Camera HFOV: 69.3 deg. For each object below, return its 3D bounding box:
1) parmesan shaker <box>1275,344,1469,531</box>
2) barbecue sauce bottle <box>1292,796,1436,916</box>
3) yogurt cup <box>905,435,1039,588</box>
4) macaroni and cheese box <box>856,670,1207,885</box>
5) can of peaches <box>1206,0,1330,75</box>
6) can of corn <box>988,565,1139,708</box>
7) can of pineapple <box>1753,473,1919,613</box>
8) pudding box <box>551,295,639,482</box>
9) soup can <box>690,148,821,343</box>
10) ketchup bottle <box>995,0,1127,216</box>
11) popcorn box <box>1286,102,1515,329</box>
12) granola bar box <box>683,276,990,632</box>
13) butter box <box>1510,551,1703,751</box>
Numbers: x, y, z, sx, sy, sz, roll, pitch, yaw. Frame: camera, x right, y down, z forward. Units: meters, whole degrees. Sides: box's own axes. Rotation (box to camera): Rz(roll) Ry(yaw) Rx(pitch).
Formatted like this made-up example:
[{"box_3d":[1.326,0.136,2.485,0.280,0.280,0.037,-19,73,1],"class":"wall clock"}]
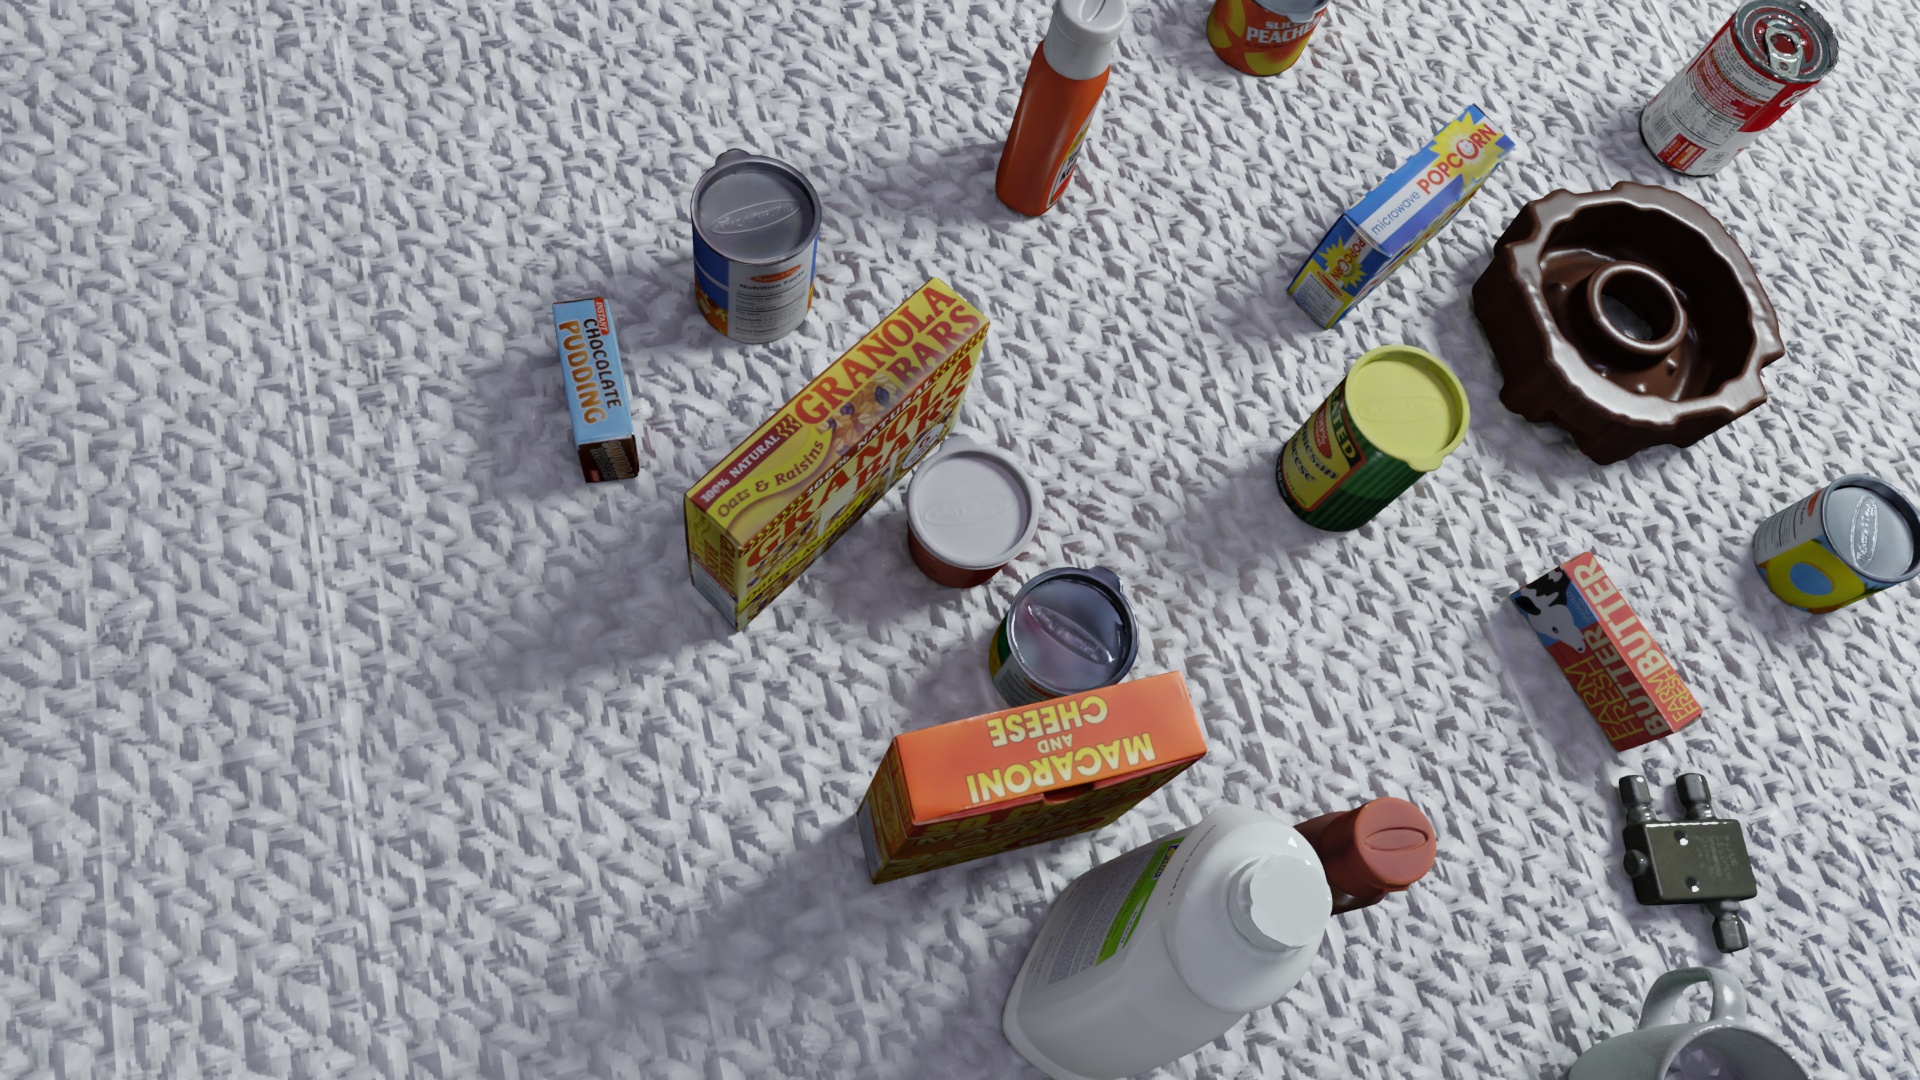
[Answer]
[{"box_3d":[0.218,-0.049,0.746,0.071,0.102,0.071,3,69,-8],"class":"parmesan shaker"},{"box_3d":[0.167,0.149,0.634,0.065,0.148,0.044,-2,70,-10],"class":"barbecue sauce bottle"},{"box_3d":[0.003,-0.009,0.720,0.072,0.053,0.072,3,68,-8],"class":"yogurt cup"},{"box_3d":[0.024,0.110,0.616,0.124,0.165,0.040,-11,71,-13],"class":"macaroni and cheese box"},{"box_3d":[0.196,-0.337,0.880,0.071,0.058,0.071,3,68,-8],"class":"can of peaches"},{"box_3d":[0.052,0.052,0.702,0.071,0.058,0.071,3,68,-8],"class":"can of corn"},{"box_3d":[0.506,0.004,0.798,0.071,0.057,0.071,3,68,-8],"class":"can of pineapple"},{"box_3d":[-0.188,-0.078,0.717,0.030,0.049,0.084,-10,71,-13],"class":"pudding box"},{"box_3d":[-0.111,-0.156,0.743,0.071,0.083,0.071,3,68,-8],"class":"soup can"},{"box_3d":[0.055,-0.246,0.771,0.043,0.148,0.065,25,67,1],"class":"ketchup bottle"},{"box_3d":[0.258,-0.189,0.818,0.127,0.085,0.038,-41,80,-21],"class":"popcorn box"},{"box_3d":[-0.063,-0.041,0.683,0.039,0.123,0.166,42,68,8],"class":"granola bar box"},{"box_3d":[0.348,0.060,0.751,0.024,0.053,0.103,-25,75,-18],"class":"butter box"}]
